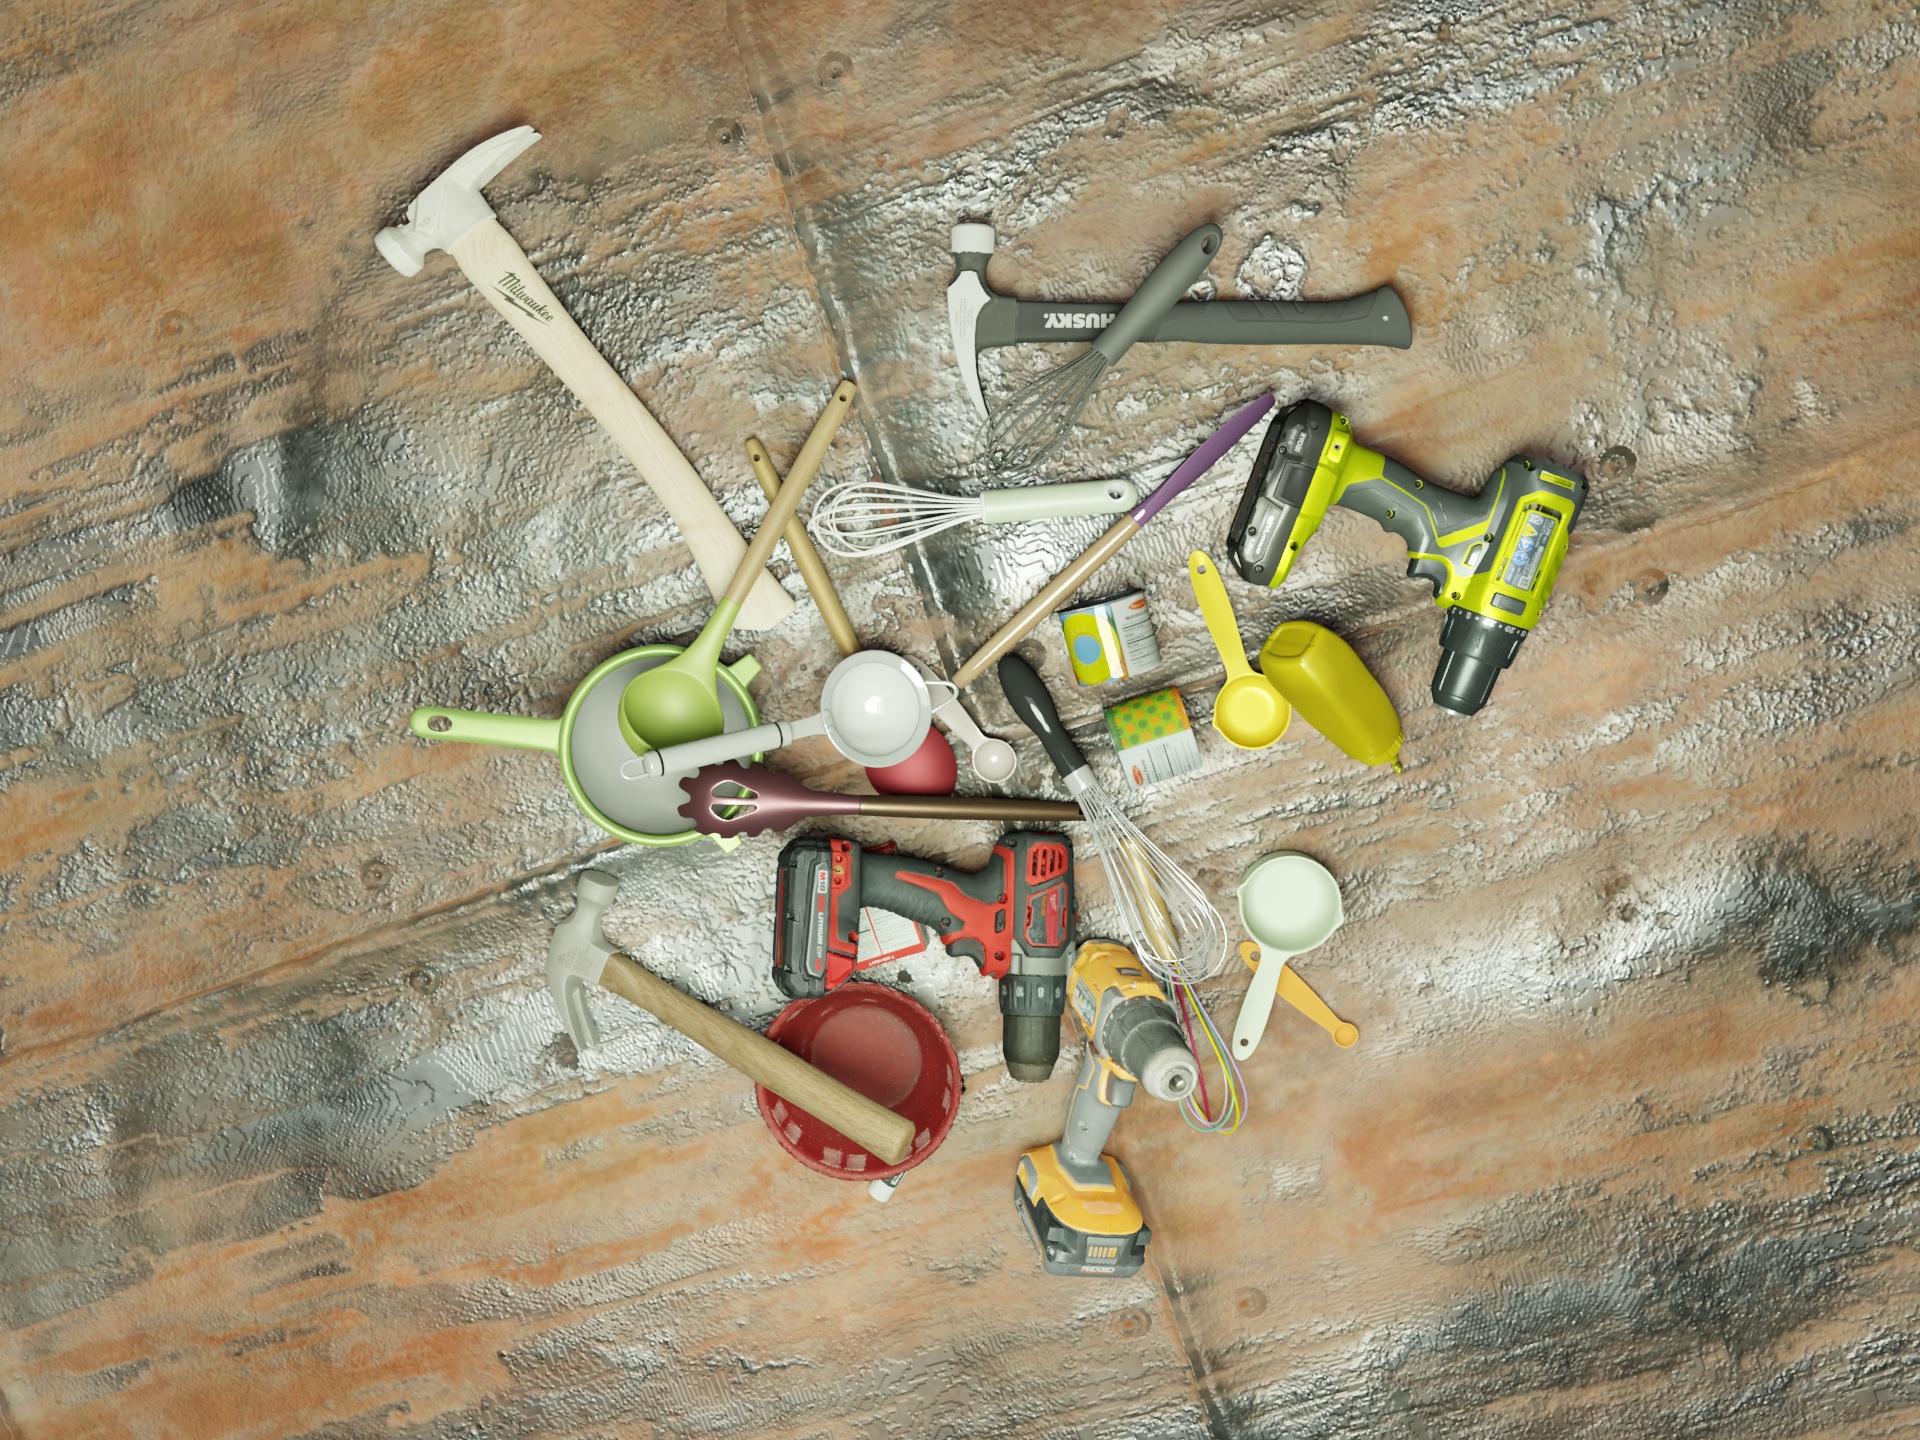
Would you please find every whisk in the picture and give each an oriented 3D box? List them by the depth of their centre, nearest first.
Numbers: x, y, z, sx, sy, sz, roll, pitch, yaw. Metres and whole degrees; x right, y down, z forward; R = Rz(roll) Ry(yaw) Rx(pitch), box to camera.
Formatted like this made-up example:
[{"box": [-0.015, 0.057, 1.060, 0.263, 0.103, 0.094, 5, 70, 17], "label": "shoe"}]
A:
[{"box": [0.099, -0.262, 1.125, 0.055, 0.055, 0.239, 43, 94, -3], "label": "whisk"}, {"box": [0.009, -0.157, 1.183, 0.246, 0.059, 0.058, -5, 78, 0], "label": "whisk"}, {"box": [0.107, 0.072, 1.188, 0.070, 0.070, 0.285, -32, 82, 8], "label": "whisk"}, {"box": [0.164, 0.206, 1.228, 0.051, 0.047, 0.245, -18, 92, -5], "label": "whisk"}]

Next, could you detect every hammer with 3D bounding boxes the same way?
[{"box": [0.158, -0.284, 1.157, 0.335, 0.035, 0.146, 1, 98, 4], "label": "hammer"}, {"box": [-0.254, -0.243, 1.195, 0.146, 0.038, 0.410, -38, 94, 7], "label": "hammer"}, {"box": [-0.181, 0.245, 1.215, 0.331, 0.031, 0.130, 26, 101, 19], "label": "hammer"}]

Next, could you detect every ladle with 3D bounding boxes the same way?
[{"box": [-0.152, -0.111, 1.160, 0.078, 0.062, 0.320, 29, 83, -14], "label": "ladle"}, {"box": [-0.090, -0.071, 1.213, 0.069, 0.031, 0.315, -25, 94, 8], "label": "ladle"}]

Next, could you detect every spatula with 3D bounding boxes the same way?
[{"box": [0.110, -0.131, 1.179, 0.316, 0.059, 0.018, -42, 77, 14], "label": "spatula"}]

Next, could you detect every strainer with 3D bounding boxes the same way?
[{"box": [-0.123, 0.006, 1.146, 0.258, 0.050, 0.087, -14, 90, -28], "label": "strainer"}, {"box": [-0.278, 0.013, 1.202, 0.256, 0.069, 0.151, 6, 90, -9], "label": "strainer"}]

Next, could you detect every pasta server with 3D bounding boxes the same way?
[{"box": [-0.051, 0.064, 1.194, 0.316, 0.040, 0.060, 3, 90, -14], "label": "pasta server"}]

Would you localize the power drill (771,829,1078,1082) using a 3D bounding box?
[{"box": [-0.022, 0.172, 1.181, 0.226, 0.080, 0.188, 4, 84, -14], "label": "power drill"}]

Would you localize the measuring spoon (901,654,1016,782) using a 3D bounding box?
[{"box": [-0.002, -0.004, 1.224, 0.034, 0.018, 0.124, -42, 87, 16], "label": "measuring spoon"}]

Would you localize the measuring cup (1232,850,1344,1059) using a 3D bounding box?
[{"box": [0.237, 0.179, 1.219, 0.083, 0.038, 0.167, 16, 101, 2], "label": "measuring cup"}]

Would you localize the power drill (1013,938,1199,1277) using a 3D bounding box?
[{"box": [0.112, 0.297, 1.173, 0.084, 0.185, 0.226, 8, 103, -15], "label": "power drill"}]

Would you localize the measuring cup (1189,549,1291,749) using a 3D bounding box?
[{"box": [0.202, -0.053, 1.198, 0.062, 0.029, 0.156, -19, 85, 5], "label": "measuring cup"}]

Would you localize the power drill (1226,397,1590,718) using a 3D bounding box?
[{"box": [0.315, -0.120, 1.149, 0.228, 0.080, 0.190, 19, 101, -1], "label": "power drill"}]

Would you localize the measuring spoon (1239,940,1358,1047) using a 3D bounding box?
[{"box": [0.262, 0.212, 1.237, 0.117, 0.011, 0.021, 41, 93, 1], "label": "measuring spoon"}]
